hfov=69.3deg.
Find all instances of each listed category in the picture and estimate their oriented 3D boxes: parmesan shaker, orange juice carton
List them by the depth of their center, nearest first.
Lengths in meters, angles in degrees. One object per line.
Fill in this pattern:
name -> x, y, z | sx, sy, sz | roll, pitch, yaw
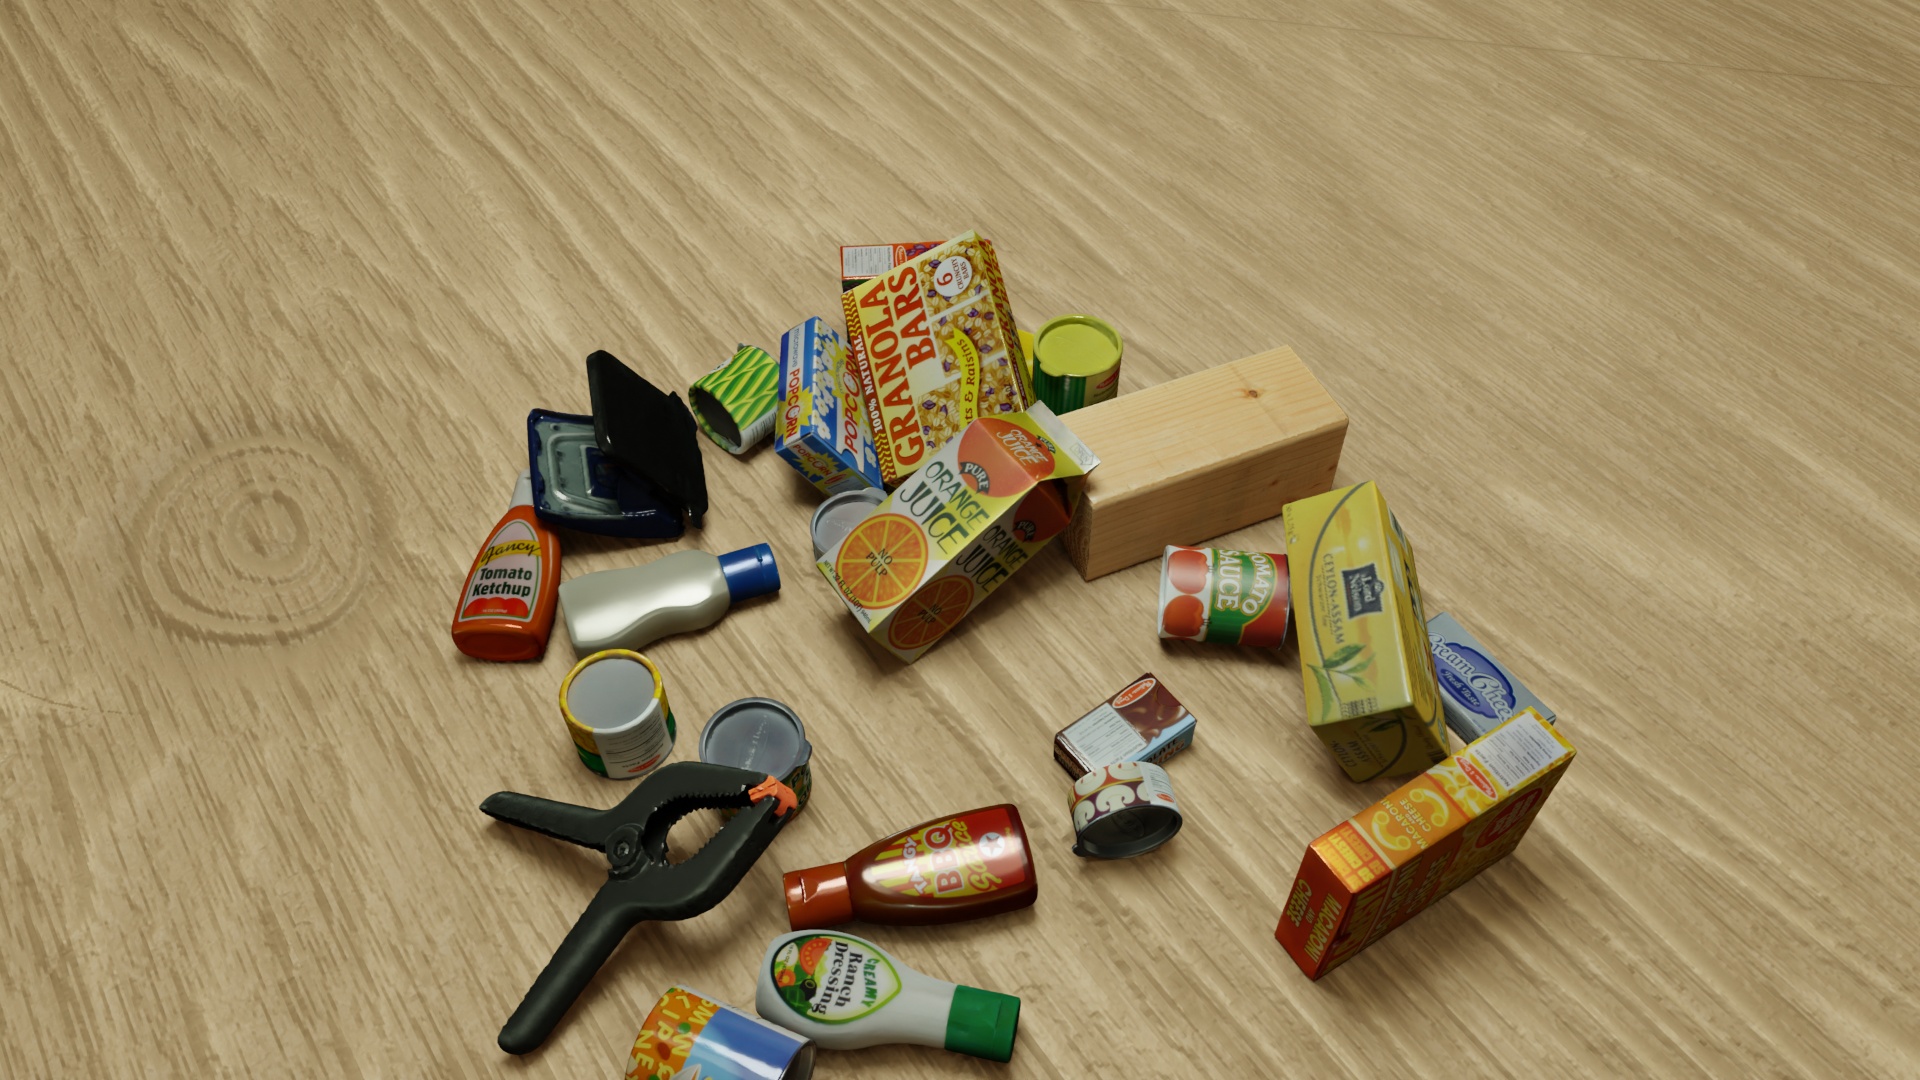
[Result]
orange juice carton -> 0.003, -0.012, 0.949 | 0.192, 0.073, 0.072 | -42, 59, 2
parmesan shaker -> 0.084, -0.111, 1.056 | 0.071, 0.102, 0.072 | 0, 51, 0

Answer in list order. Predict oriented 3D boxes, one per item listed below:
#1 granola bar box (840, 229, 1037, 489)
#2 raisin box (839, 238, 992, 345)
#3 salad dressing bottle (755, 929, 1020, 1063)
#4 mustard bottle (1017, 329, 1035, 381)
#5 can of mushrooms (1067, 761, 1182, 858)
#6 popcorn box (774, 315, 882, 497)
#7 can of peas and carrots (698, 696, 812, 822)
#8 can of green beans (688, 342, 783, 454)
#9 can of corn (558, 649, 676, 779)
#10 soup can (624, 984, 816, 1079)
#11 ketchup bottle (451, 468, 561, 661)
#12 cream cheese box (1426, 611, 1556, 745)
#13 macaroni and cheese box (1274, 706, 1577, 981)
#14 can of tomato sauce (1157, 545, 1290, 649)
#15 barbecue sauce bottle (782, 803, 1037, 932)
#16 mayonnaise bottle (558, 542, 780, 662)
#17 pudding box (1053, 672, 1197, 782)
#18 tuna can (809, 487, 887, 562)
granola bar box -> -0.015, -0.135, 1.054 | 0.124, 0.039, 0.166 | -22, 68, 22
raisin box -> -0.035, -0.203, 1.141 | 0.123, 0.085, 0.040 | -3, 58, -2
salad dressing bottle -> -0.041, 0.264, 0.793 | 0.148, 0.043, 0.064 | 10, 47, 8
mustard bottle -> 0.032, -0.141, 1.115 | 0.160, 0.048, 0.065 | 8, 55, 6
can of mushrooms -> 0.099, 0.167, 0.858 | 0.071, 0.070, 0.033 | -8, 52, -6
popcorn box -> -0.098, -0.098, 1.055 | 0.038, 0.085, 0.127 | -24, 47, 24
can of peas and carrots -> -0.127, 0.143, 0.881 | 0.071, 0.058, 0.071 | 0, 52, 0
can of green beans -> -0.169, -0.109, 1.079 | 0.071, 0.071, 0.058 | 36, 60, 25
can of corn -> -0.225, 0.111, 0.907 | 0.071, 0.058, 0.071 | 0, 51, 0
soup can -> -0.132, 0.291, 0.757 | 0.084, 0.071, 0.072 | 18, 54, 15
ketchup bottle -> -0.315, 0.015, 0.994 | 0.065, 0.043, 0.149 | 1, 51, 1
cream cheese box -> 0.342, 0.099, 0.938 | 0.053, 0.024, 0.104 | -26, 56, -20
macaroni and cheese box -> 0.269, 0.179, 0.811 | 0.167, 0.123, 0.040 | -26, 55, -19
can of tomato sauce -> 0.181, 0.038, 0.958 | 0.083, 0.070, 0.071 | 5, 52, 4
barbecue sauce bottle -> -0.031, 0.205, 0.841 | 0.149, 0.043, 0.065 | -10, 53, -8
mayonnaise bottle -> -0.202, 0.039, 0.977 | 0.148, 0.041, 0.065 | -16, 55, -14
pudding box -> 0.108, 0.130, 0.910 | 0.084, 0.030, 0.050 | -30, 56, -22
tuna can -> -0.074, -0.003, 1.015 | 0.071, 0.032, 0.071 | 0, 51, 0
